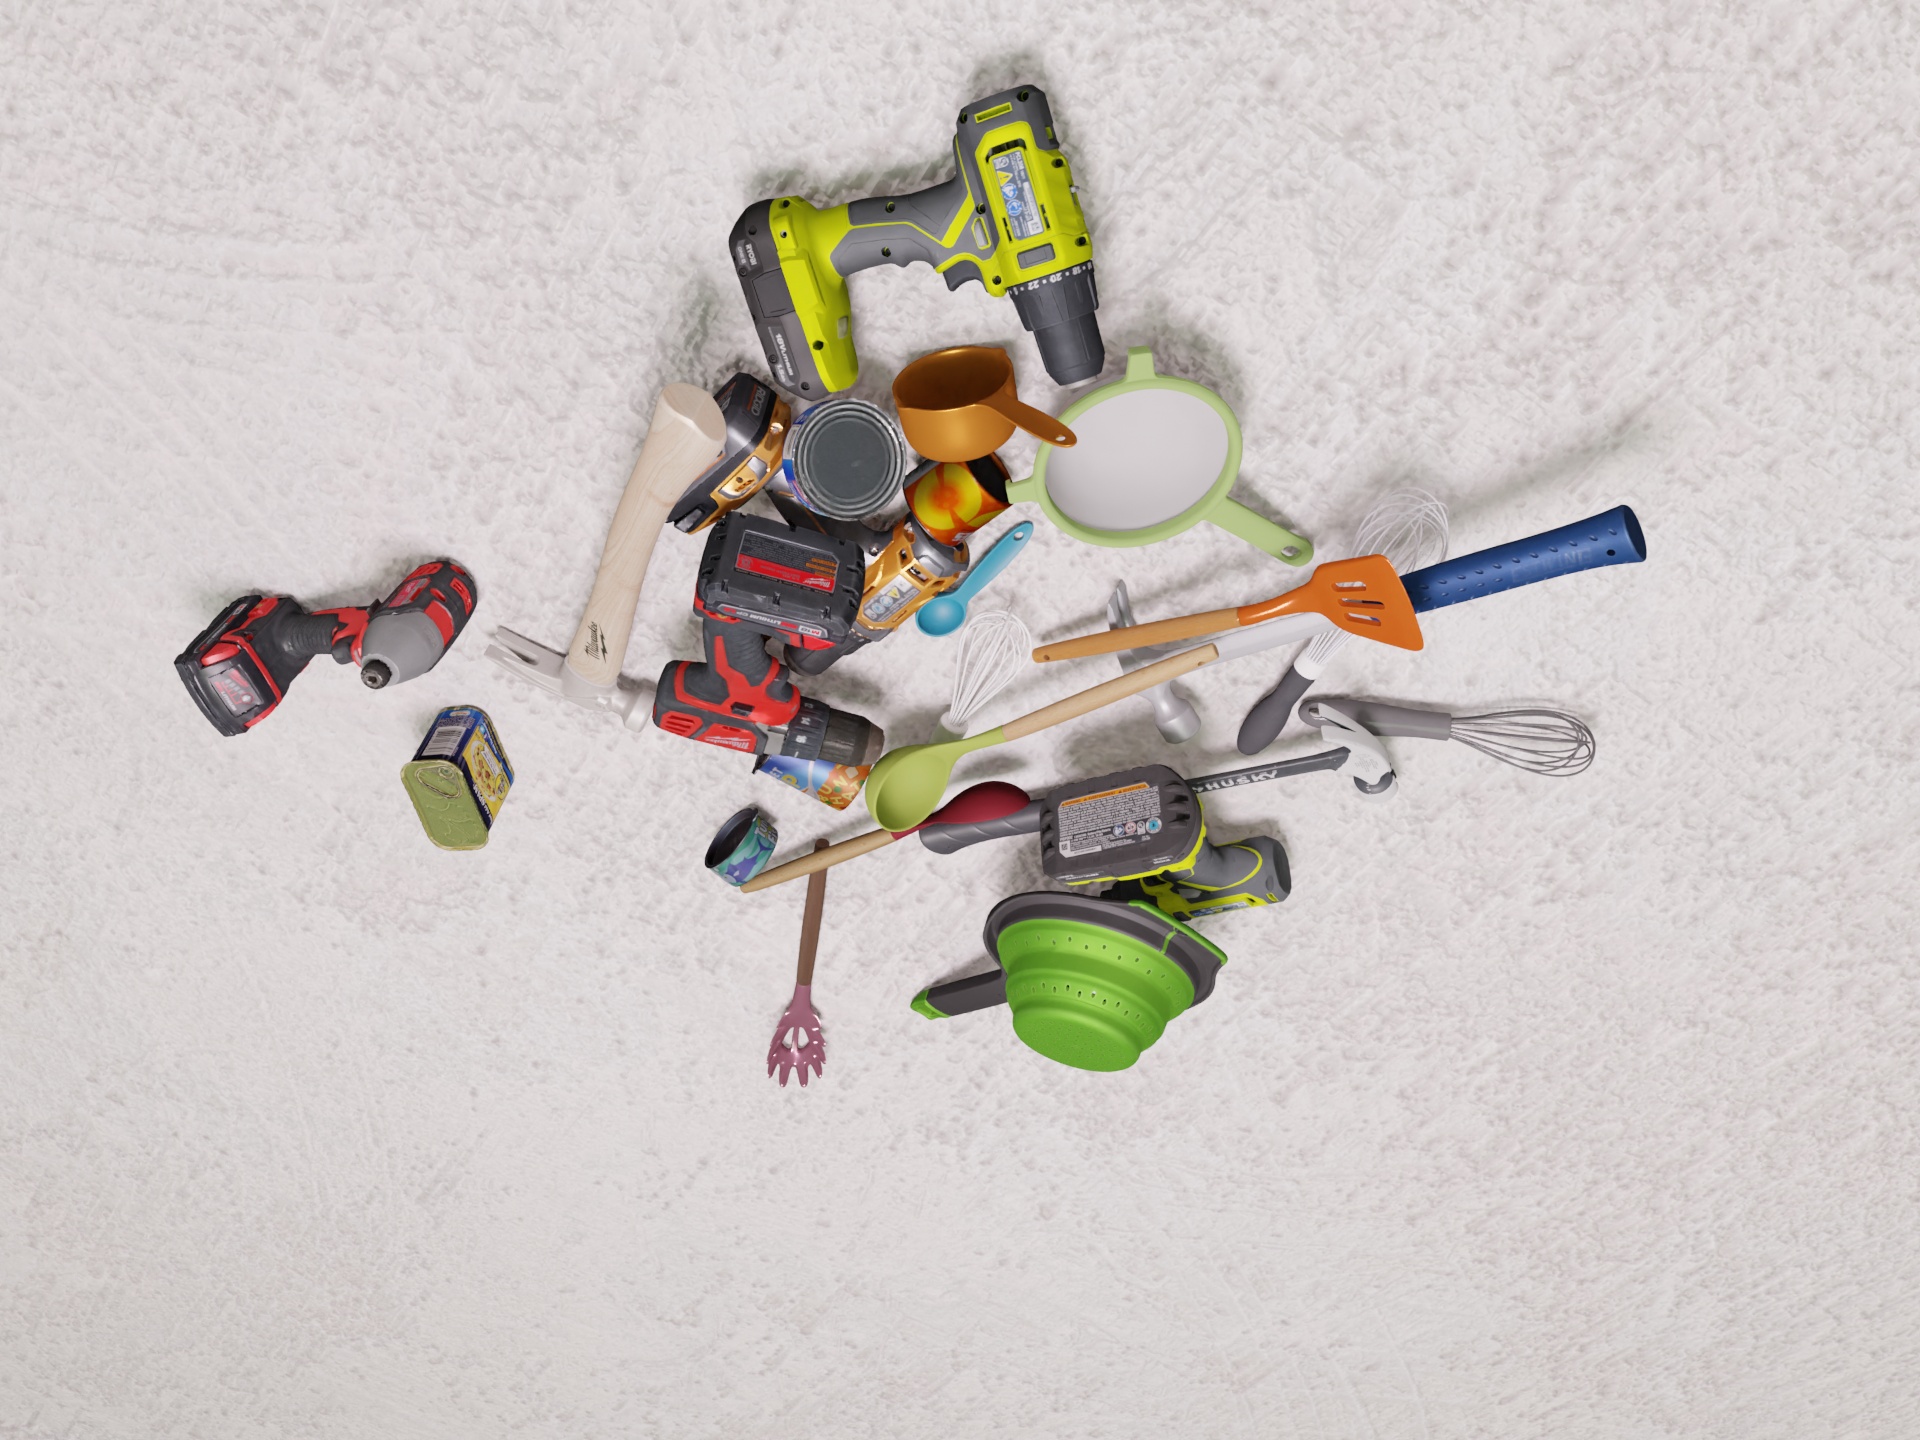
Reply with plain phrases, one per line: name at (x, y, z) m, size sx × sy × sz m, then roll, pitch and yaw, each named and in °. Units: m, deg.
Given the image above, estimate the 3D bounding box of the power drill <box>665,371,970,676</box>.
power drill at (-0.132, -0.138, 1.229) m, size 0.226 × 0.084 × 0.185 m, roll 36°, pitch 125°, yaw -25°

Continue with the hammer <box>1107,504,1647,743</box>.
hammer at (0.288, -0.085, 1.171) m, size 0.405 × 0.035 × 0.144 m, roll -16°, pitch 118°, yaw 38°

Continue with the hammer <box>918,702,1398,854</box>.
hammer at (0.154, 0.063, 1.351) m, size 0.409 × 0.036 × 0.149 m, roll -12°, pitch 152°, yaw 21°

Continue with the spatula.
spatula at (0.185, -0.069, 1.187) m, size 0.322 × 0.041 × 0.081 m, roll -10°, pitch 121°, yaw 36°

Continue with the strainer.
strainer at (0.164, -0.184, 1.174) m, size 0.256 × 0.069 × 0.151 m, roll 22°, pitch 129°, yaw -32°

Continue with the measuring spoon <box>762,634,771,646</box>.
measuring spoon at (-0.178, -0.042, 1.351) m, size 0.021 × 0.011 × 0.116 m, roll 16°, pitch 131°, yaw -7°

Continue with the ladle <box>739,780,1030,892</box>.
ladle at (-0.077, 0.107, 1.407) m, size 0.315 × 0.069 × 0.031 m, roll -22°, pitch 98°, yaw 30°

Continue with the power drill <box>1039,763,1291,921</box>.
power drill at (0.163, 0.118, 1.342) m, size 0.171 × 0.080 × 0.223 m, roll -15°, pitch 153°, yaw 25°

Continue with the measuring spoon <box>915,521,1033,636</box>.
measuring spoon at (0.011, -0.117, 1.267) m, size 0.042 × 0.021 × 0.128 m, roll 28°, pitch 118°, yaw -36°

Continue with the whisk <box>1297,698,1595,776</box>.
whisk at (0.395, 0.008, 1.295) m, size 0.239 × 0.055 × 0.055 m, roll 7°, pitch 128°, yaw 7°

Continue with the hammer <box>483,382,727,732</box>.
hammer at (-0.262, -0.121, 1.200) m, size 0.146 × 0.038 × 0.410 m, roll 26°, pitch 145°, yaw -9°

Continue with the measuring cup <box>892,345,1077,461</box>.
measuring cup at (0.025, -0.204, 1.110) m, size 0.095 × 0.174 × 0.052 m, roll -34°, pitch 136°, yaw -22°

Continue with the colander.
colander at (0.062, 0.260, 1.418) m, size 0.204 × 0.095 × 0.397 m, roll 34°, pitch 146°, yaw -21°

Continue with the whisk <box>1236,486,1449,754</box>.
whisk at (0.292, -0.066, 1.245) m, size 0.070 × 0.070 × 0.284 m, roll 21°, pitch 131°, yaw -9°

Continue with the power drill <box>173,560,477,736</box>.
power drill at (-0.514, -0.059, 1.296) m, size 0.219 × 0.143 × 0.078 m, roll -10°, pitch 123°, yaw 17°

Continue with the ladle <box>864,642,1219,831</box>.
ladle at (0.061, 0.012, 1.272) m, size 0.320 × 0.062 × 0.078 m, roll -22°, pitch 148°, yaw 24°

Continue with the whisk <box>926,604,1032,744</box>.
whisk at (-0.002, -0.004, 1.335) m, size 0.058 × 0.059 × 0.246 m, roll 24°, pitch 132°, yaw -5°

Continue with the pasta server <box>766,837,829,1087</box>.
pasta server at (-0.149, 0.240, 1.546) m, size 0.060 × 0.040 × 0.316 m, roll 3°, pitch 128°, yaw -11°

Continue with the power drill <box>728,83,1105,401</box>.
power drill at (-0.022, -0.295, 1.068) m, size 0.228 × 0.080 × 0.190 m, roll -13°, pitch 106°, yaw 17°

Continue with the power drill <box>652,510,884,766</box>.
power drill at (-0.132, -0.044, 1.225) m, size 0.188 × 0.080 × 0.226 m, roll 15°, pitch 143°, yaw -9°
